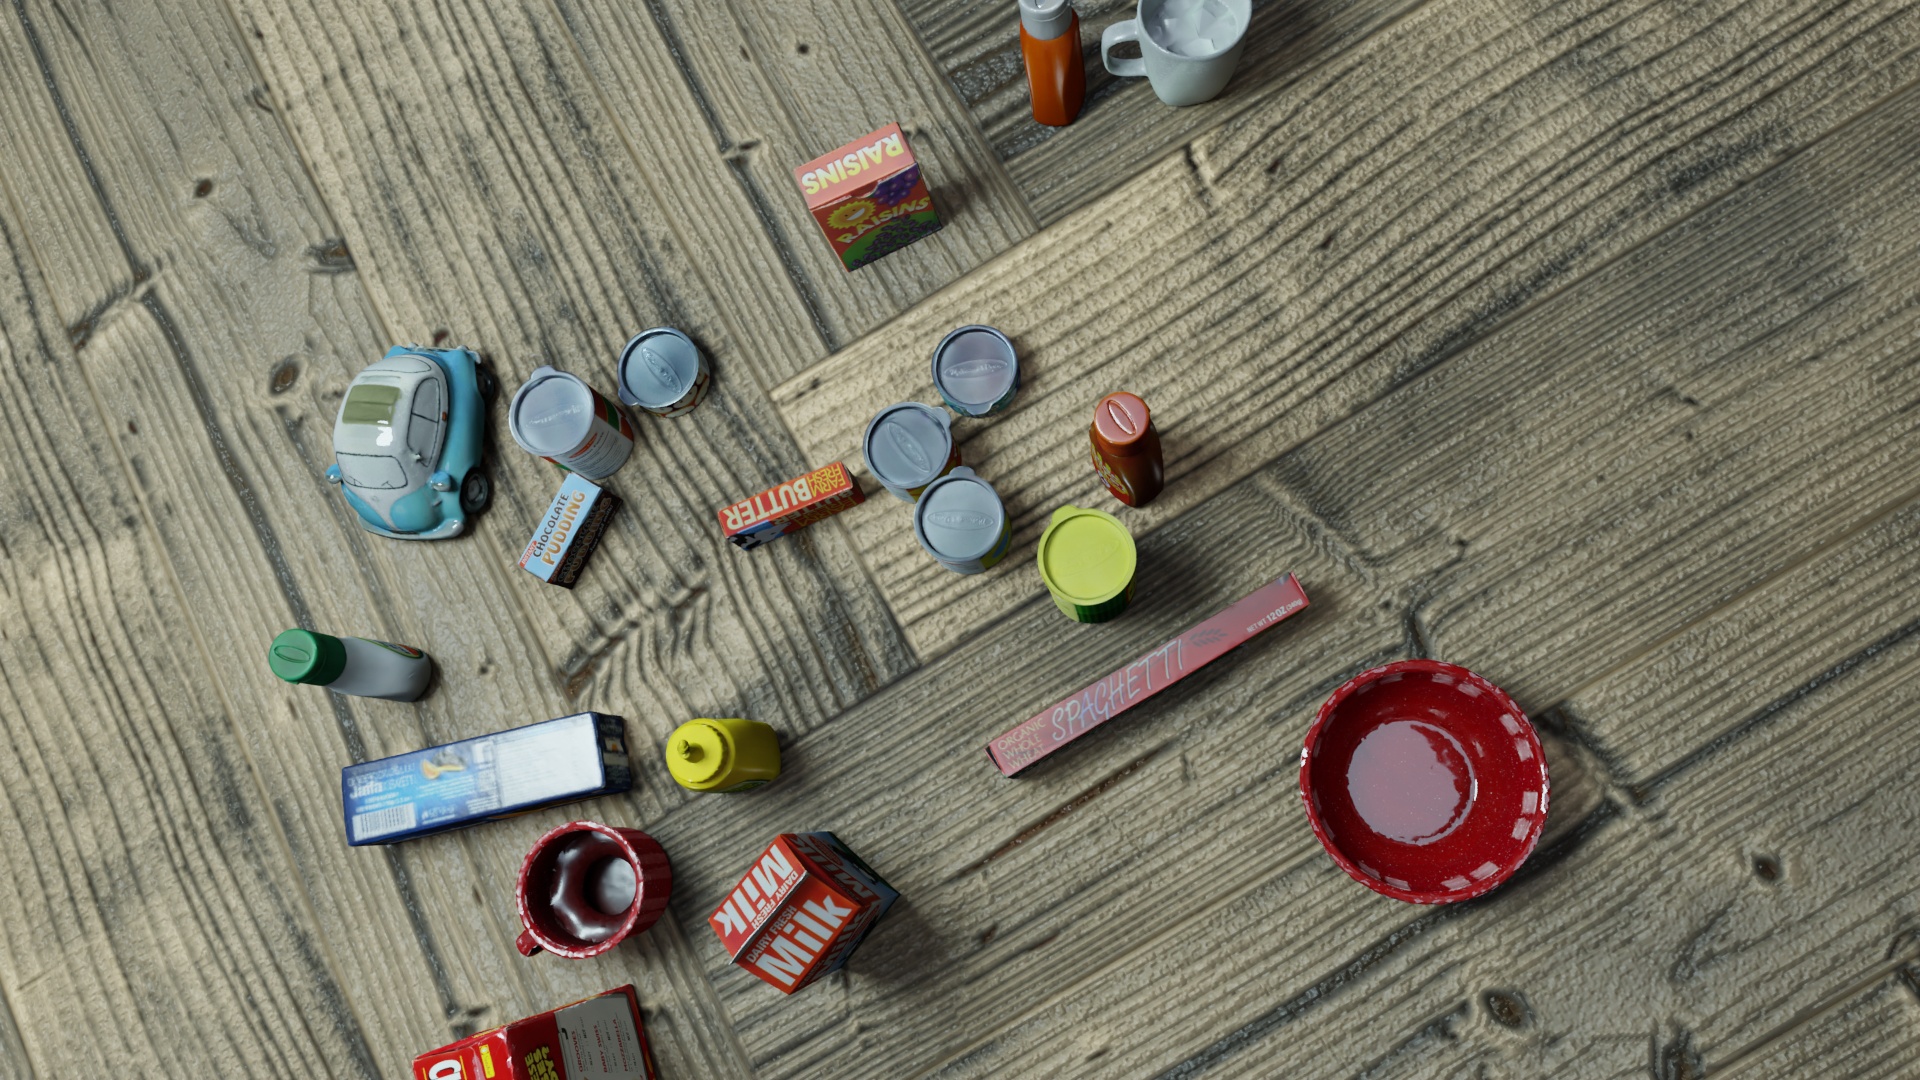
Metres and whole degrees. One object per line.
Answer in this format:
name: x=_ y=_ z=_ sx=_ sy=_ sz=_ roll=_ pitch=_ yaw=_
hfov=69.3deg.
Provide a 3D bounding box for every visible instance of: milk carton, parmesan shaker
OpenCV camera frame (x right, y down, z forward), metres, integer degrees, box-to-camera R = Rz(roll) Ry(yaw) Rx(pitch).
milk carton: x=-0.104 y=0.243 z=0.920 sx=0.073 sy=0.190 sz=0.072 roll=39 pitch=87 yaw=13
parmesan shaker: x=0.091 y=0.017 z=0.983 sx=0.071 sy=0.103 sz=0.071 roll=-1 pitch=79 yaw=8

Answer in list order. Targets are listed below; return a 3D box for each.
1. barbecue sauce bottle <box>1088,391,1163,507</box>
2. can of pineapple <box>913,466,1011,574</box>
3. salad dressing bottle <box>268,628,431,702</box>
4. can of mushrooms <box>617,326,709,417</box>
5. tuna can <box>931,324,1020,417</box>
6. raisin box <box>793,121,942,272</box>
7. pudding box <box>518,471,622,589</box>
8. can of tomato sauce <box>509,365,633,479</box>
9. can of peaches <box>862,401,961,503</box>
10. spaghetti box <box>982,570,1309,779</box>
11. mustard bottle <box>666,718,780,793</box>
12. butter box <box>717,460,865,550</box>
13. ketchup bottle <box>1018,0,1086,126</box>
barbecue sauce bottle: x=0.115 y=-0.067 z=0.973 sx=0.043 sy=0.148 sz=0.065 roll=-34 pitch=77 yaw=1
can of pineapple: x=0.004 y=-0.013 z=1.024 sx=0.071 sy=0.058 sz=0.071 roll=-1 pitch=79 yaw=8
salad dressing bottle: x=-0.446 y=0.091 z=1.019 sx=0.064 sy=0.147 sz=0.044 roll=13 pitch=82 yaw=10
can of mushrooms: x=-0.235 y=-0.130 z=1.093 sx=0.071 sy=0.033 sz=0.071 roll=-1 pitch=79 yaw=8
tuna can: x=0.013 y=-0.126 z=1.058 sx=0.071 sy=0.033 sz=0.071 roll=-1 pitch=79 yaw=8
raisin box: x=-0.068 y=-0.256 z=1.048 sx=0.086 sy=0.123 sz=0.040 roll=-24 pitch=77 yaw=3
pudding box: x=-0.300 y=-0.007 z=1.069 sx=0.030 sy=0.049 sz=0.084 roll=27 pitch=84 yaw=12
can of tomato sauce: x=-0.298 y=-0.089 z=1.068 sx=0.071 sy=0.083 sz=0.071 roll=-1 pitch=79 yaw=8
can of peaches: x=-0.033 y=-0.066 z=1.040 sx=0.071 sy=0.058 sz=0.071 roll=-1 pitch=79 yaw=8
spaghetti box: x=0.132 y=0.098 z=0.988 sx=0.250 sy=0.050 sz=0.029 roll=-30 pitch=77 yaw=1
mustard bottle: x=-0.171 y=0.150 z=0.963 sx=0.065 sy=0.160 sz=0.049 roll=-13 pitch=78 yaw=5
butter box: x=-0.126 y=-0.026 z=1.047 sx=0.103 sy=0.053 sz=0.024 roll=-22 pitch=77 yaw=3
ketchup bottle: x=0.068 y=-0.371 z=1.039 sx=0.043 sy=0.148 sz=0.065 roll=8 pitch=81 yaw=9
